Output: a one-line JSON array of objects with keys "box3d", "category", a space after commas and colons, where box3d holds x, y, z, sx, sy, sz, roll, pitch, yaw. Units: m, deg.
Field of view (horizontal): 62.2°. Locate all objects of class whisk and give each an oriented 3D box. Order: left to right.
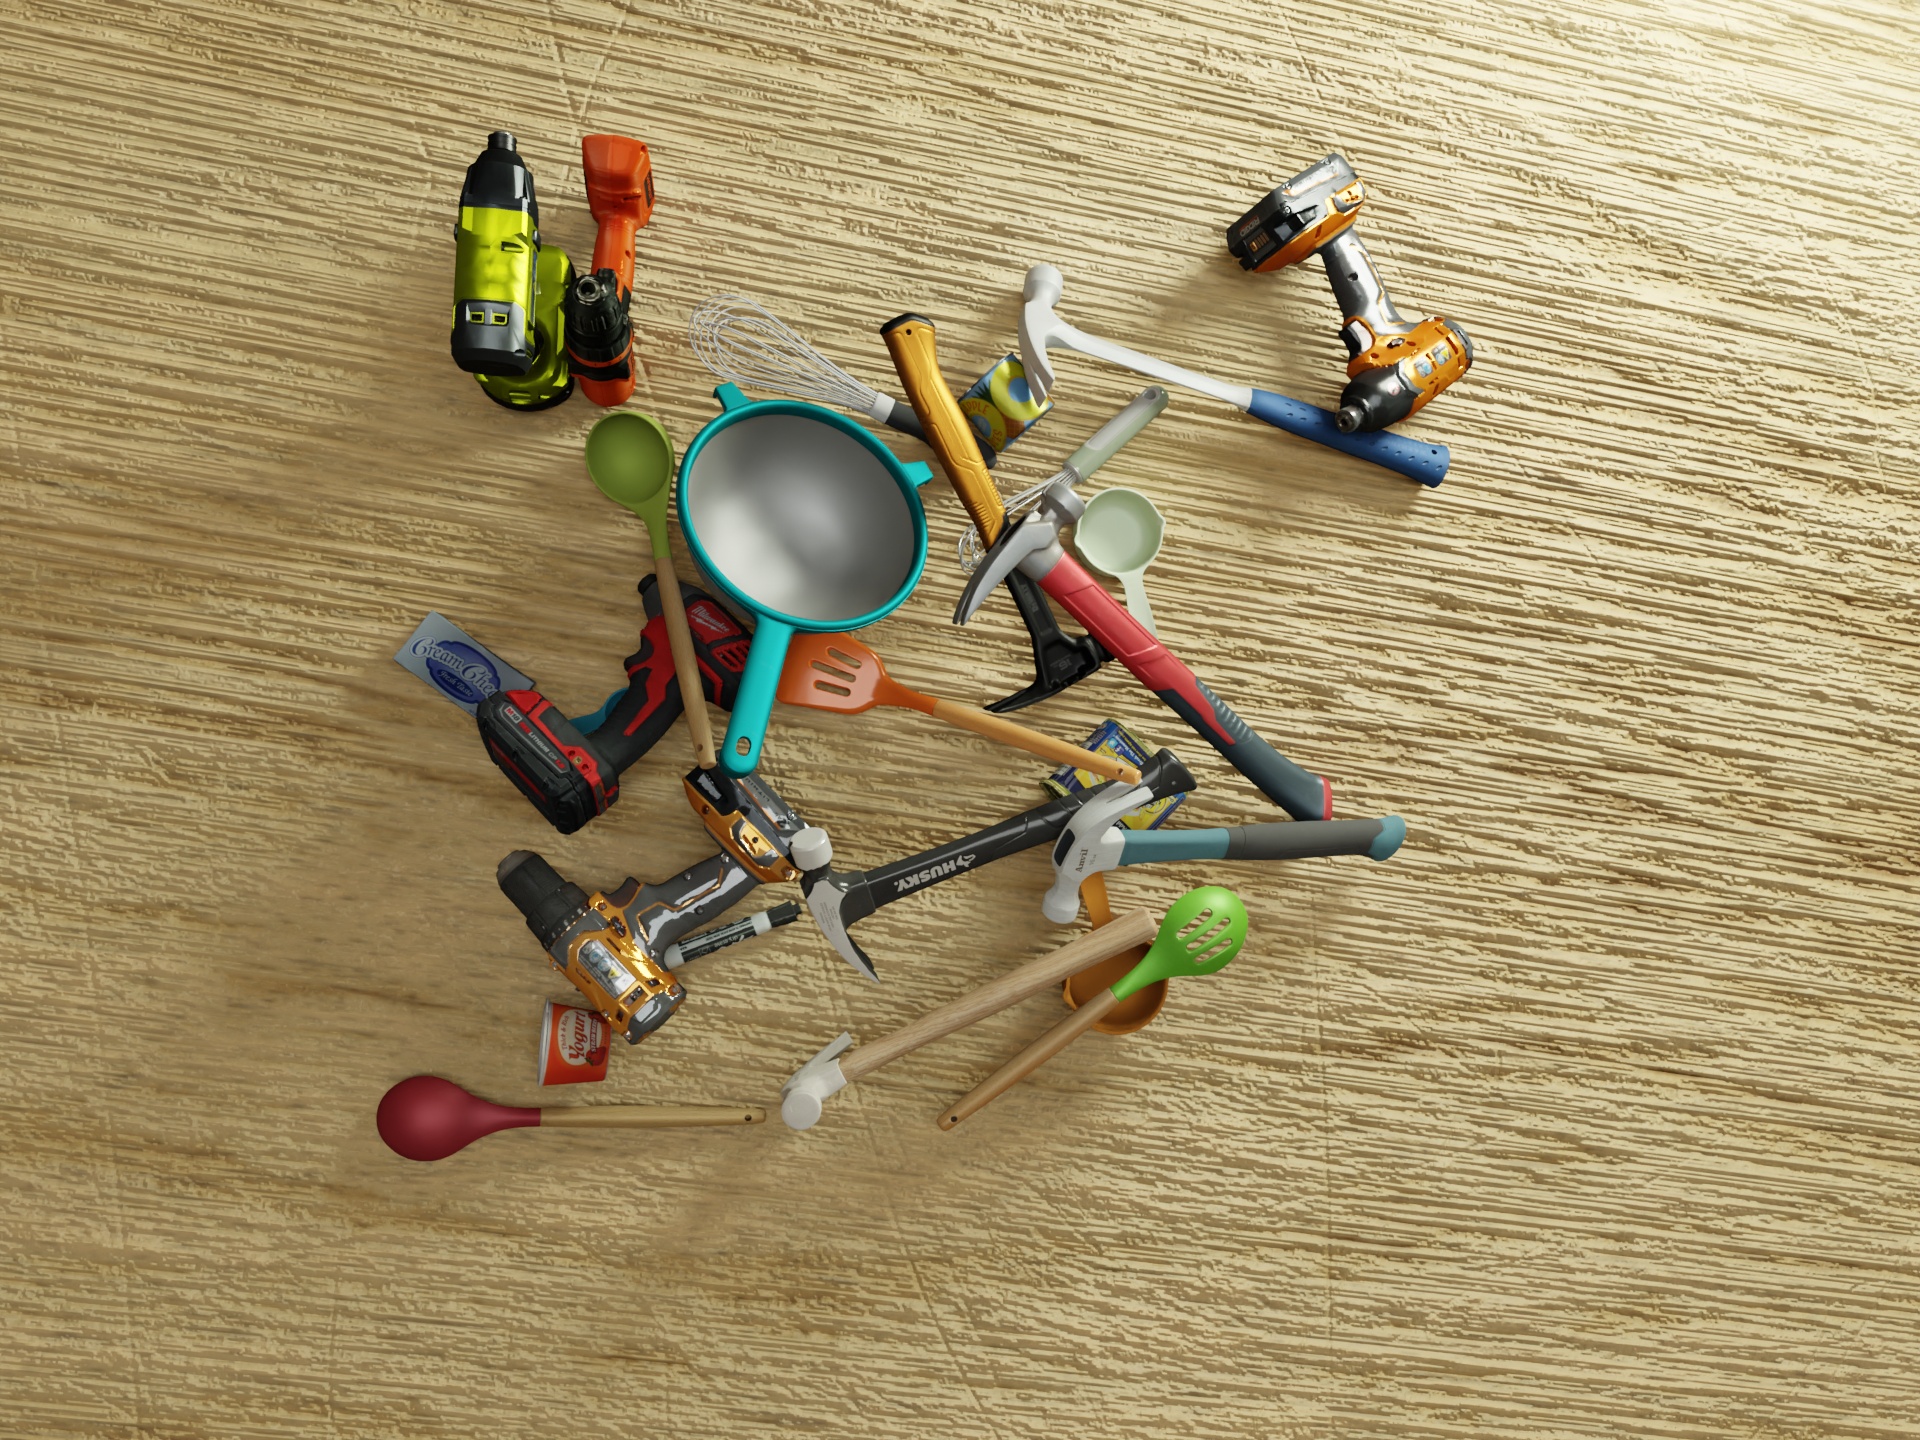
[{"box3d": [-0.096, -0.280, 1.348, 0.284, 0.070, 0.070, 24, 85, -11], "category": "whisk"}, {"box3d": [0.091, -0.210, 1.377, 0.246, 0.059, 0.058, -43, 53, -12], "category": "whisk"}]

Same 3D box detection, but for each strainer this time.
[{"box3d": [-0.150, -0.095, 1.274, 0.211, 0.095, 0.341, 20, 61, -16], "category": "strainer"}]

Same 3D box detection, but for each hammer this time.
[{"box3d": [0.008, 0.234, 1.295, 0.331, 0.130, 0.031, -26, 93, -2], "category": "hammer"}, {"box3d": [0.013, -0.172, 1.311, 0.127, 0.034, 0.336, -29, 104, -12], "category": "hammer"}, {"box3d": [0.037, 0.101, 1.297, 0.335, 0.035, 0.146, -20, 120, -8], "category": "hammer"}, {"box3d": [0.169, -0.021, 1.342, 0.386, 0.038, 0.143, 41, 84, -18], "category": "hammer"}, {"box3d": [0.231, 0.104, 1.334, 0.331, 0.033, 0.128, 0, 122, -23], "category": "hammer"}, {"box3d": [0.240, -0.278, 1.385, 0.405, 0.035, 0.144, 16, 53, -11], "category": "hammer"}]

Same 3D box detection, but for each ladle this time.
[{"box3d": [-0.319, 0.328, 1.310, 0.315, 0.031, 0.069, 2, 88, -10], "category": "ladle"}, {"box3d": [-0.239, -0.108, 1.264, 0.078, 0.062, 0.320, -27, 64, 21], "category": "ladle"}]

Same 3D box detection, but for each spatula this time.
[{"box3d": [-0.002, -0.004, 1.312, 0.323, 0.041, 0.081, 19, 85, 24], "category": "spatula"}]

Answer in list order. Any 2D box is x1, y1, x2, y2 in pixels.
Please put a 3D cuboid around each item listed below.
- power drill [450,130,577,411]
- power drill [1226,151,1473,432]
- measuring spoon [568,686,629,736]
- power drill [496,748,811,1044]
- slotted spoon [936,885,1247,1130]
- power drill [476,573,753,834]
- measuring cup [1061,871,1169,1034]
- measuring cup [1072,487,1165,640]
[{"box3d": [-0.345, -0.336, 1.228, 0.080, 0.223, 0.171, 2, 88, -8], "category": "power drill"}, {"box3d": [0.332, -0.360, 1.379, 0.164, 0.084, 0.226, -38, 95, -31], "category": "power drill"}, {"box3d": [-0.316, 0.009, 1.328, 0.128, 0.021, 0.042, -19, 68, 0], "category": "measuring spoon"}, {"box3d": [-0.247, 0.122, 1.294, 0.185, 0.084, 0.226, 44, 83, 6], "category": "power drill"}, {"box3d": [0.109, 0.245, 1.321, 0.314, 0.031, 0.070, -37, 97, 2], "category": "slotted spoon"}, {"box3d": [-0.270, -0.024, 1.281, 0.220, 0.078, 0.143, -39, 72, -24], "category": "power drill"}, {"box3d": [0.119, 0.180, 1.362, 0.095, 0.052, 0.173, -14, 90, -5], "category": "measuring cup"}, {"box3d": [0.146, -0.118, 1.386, 0.083, 0.038, 0.167, -14, 92, -8], "category": "measuring cup"}]
